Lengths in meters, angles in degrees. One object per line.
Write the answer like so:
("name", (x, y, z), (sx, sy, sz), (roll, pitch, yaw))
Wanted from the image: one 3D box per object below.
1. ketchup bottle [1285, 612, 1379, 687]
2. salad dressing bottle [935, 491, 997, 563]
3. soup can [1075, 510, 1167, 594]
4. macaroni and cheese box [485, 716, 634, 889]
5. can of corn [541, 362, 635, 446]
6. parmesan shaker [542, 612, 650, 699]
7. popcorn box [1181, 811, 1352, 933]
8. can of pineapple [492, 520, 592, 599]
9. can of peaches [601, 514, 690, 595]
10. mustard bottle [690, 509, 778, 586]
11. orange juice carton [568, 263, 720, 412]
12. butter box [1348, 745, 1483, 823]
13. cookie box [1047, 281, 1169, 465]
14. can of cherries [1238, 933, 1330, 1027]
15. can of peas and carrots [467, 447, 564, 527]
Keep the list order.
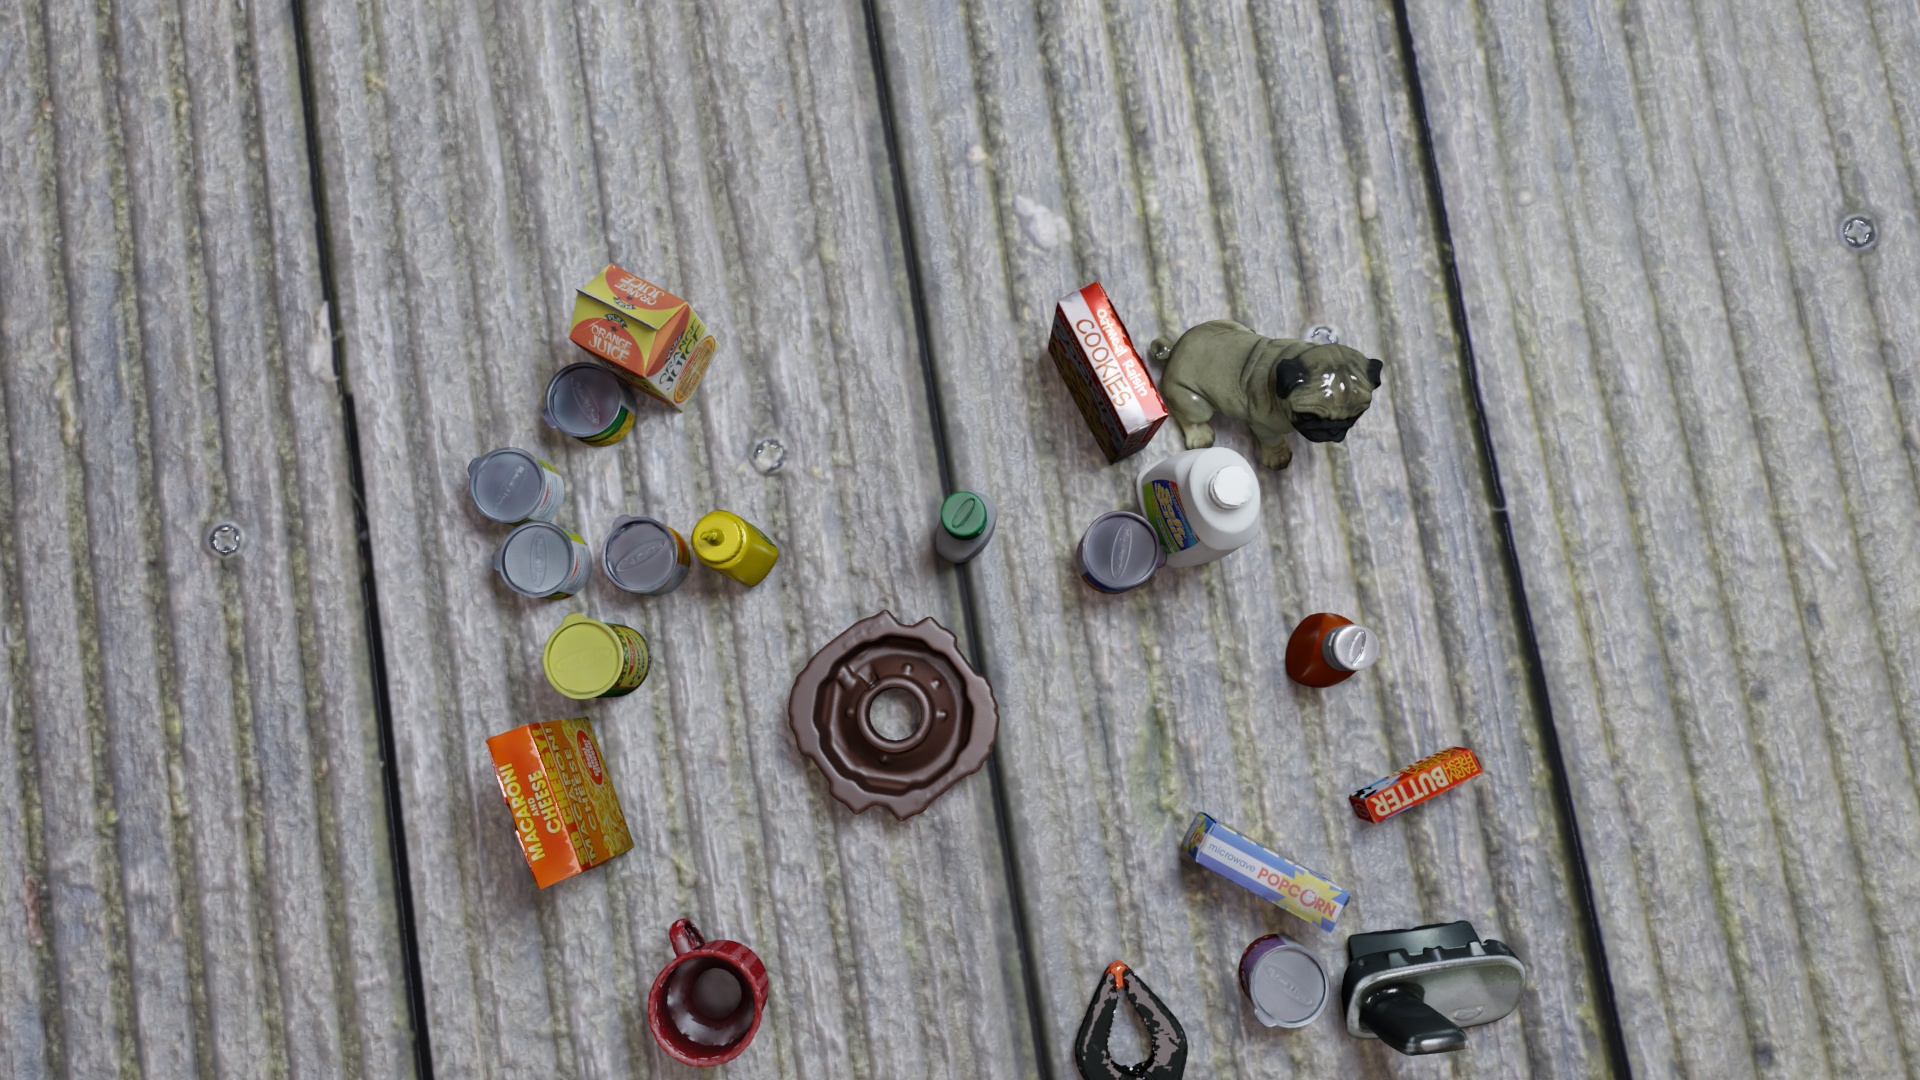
("ketchup bottle", (0.308, 0.090, 1.152), (0.043, 0.148, 0.065), (20, 85, 3))
("salad dressing bottle", (0.004, -0.015, 1.168), (0.044, 0.147, 0.064), (35, 86, 4))
("soup can", (0.137, 0.013, 1.195), (0.071, 0.083, 0.071), (0, 84, 1))
("macaroni and cheese box", (-0.325, 0.211, 1.138), (0.040, 0.166, 0.124), (-22, 84, -1))
("can of corn", (-0.328, -0.118, 1.228), (0.071, 0.058, 0.071), (0, 84, 1))
("parmesan shaker", (-0.307, 0.098, 1.182), (0.071, 0.103, 0.071), (0, 84, 1))
("popcorn box", (0.253, 0.276, 1.164), (0.127, 0.085, 0.038), (28, 85, 4))
("can of pineapple", (-0.364, 0.018, 1.214), (0.071, 0.058, 0.071), (0, 84, 1))
("can of peaches", (-0.275, 0.013, 1.213), (0.071, 0.058, 0.071), (0, 84, 1))
("mustard bottle", (-0.193, 0.003, 1.162), (0.065, 0.160, 0.049), (36, 86, 4))
("orange juice carton", (-0.266, -0.171, 1.166), (0.072, 0.192, 0.073), (28, 85, 3))
("butter box", (0.388, 0.208, 1.186), (0.103, 0.053, 0.024), (-25, 84, -2))
("cookie box", (0.122, -0.137, 1.170), (0.040, 0.167, 0.123), (-27, 84, -2))
("can of cherries", (0.269, 0.370, 1.167), (0.071, 0.058, 0.071), (0, 84, 1))
("can of peas and carrots", (-0.391, -0.046, 1.221), (0.071, 0.058, 0.071), (0, 84, 1))
